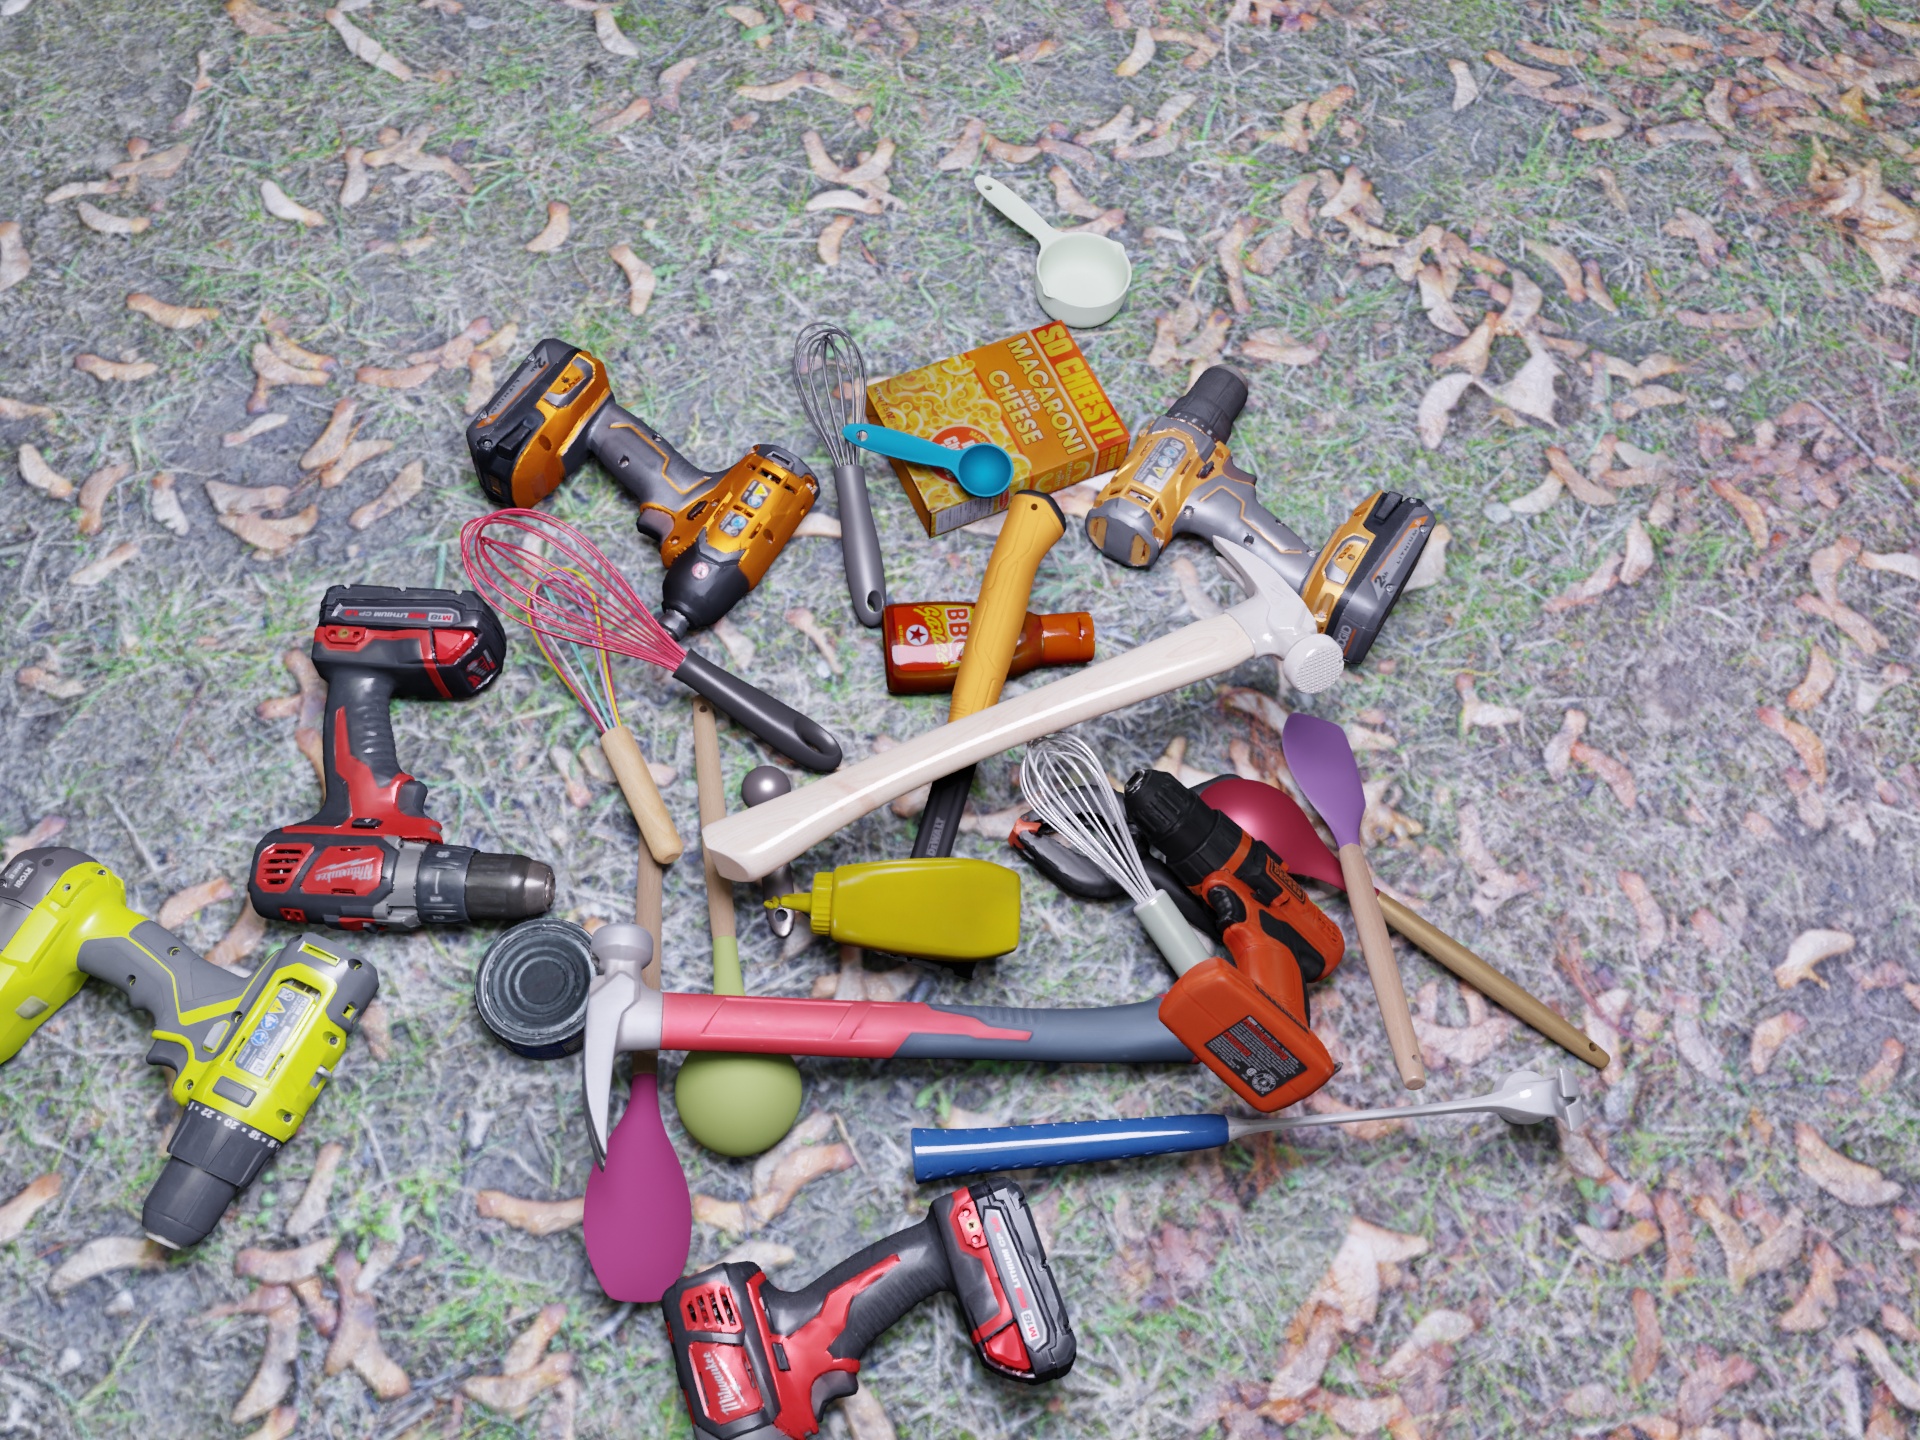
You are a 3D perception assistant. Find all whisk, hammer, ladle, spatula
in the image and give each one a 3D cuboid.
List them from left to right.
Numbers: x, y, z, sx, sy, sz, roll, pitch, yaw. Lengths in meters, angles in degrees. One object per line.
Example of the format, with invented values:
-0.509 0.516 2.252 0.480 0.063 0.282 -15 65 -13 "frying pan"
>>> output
-0.242 -0.010 1.086 0.047 0.051 0.245 -20 65 -20 "whisk"
-0.205 -0.050 1.074 0.295 0.073 0.073 33 66 -10 "whisk"
-0.157 0.125 1.044 0.078 0.062 0.320 -6 59 -8 "ladle"
-0.085 -0.183 1.171 0.055 0.055 0.239 -9 77 -8 "whisk"
-0.031 0.203 0.966 0.386 0.038 0.143 5 55 -14 "hammer"
-0.002 -0.003 1.075 0.127 0.034 0.337 17 76 2 "hammer"
0.029 -0.003 1.020 0.410 0.038 0.146 -22 42 -7 "hammer"
0.117 0.110 1.026 0.058 0.059 0.246 -37 84 26 "whisk"
0.173 0.246 0.966 0.405 0.144 0.035 -6 76 1 "hammer"
0.253 0.102 1.019 0.059 0.018 0.316 15 39 -15 "spatula"
0.294 0.135 1.053 0.315 0.031 0.069 35 59 4 "ladle"

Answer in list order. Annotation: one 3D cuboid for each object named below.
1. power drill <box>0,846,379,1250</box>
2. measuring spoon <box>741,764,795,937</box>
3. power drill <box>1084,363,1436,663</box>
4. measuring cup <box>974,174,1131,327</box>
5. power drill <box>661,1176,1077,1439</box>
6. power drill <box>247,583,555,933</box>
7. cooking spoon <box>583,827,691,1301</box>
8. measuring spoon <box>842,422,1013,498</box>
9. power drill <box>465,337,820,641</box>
-0.499 0.192 0.966 0.228 0.080 0.191 24 66 5 "power drill"
-0.126 0.085 1.069 0.034 0.018 0.124 -9 66 -4 "measuring spoon"
0.230 -0.162 1.177 0.226 0.084 0.185 28 65 14 "power drill"
0.068 -0.382 1.291 0.083 0.038 0.168 -37 70 -18 "measuring cup"
-0.051 0.361 0.916 0.219 0.078 0.143 -17 67 -8 "power drill"
-0.354 0.030 1.052 0.188 0.080 0.227 3 68 -2 "power drill"
-0.199 0.199 1.004 0.068 0.017 0.319 12 58 -29 "cooking spoon"
-0.024 -0.191 1.157 0.128 0.021 0.042 16 75 3 "measuring spoon"
-0.237 -0.162 1.146 0.226 0.084 0.164 29 66 5 "power drill"
